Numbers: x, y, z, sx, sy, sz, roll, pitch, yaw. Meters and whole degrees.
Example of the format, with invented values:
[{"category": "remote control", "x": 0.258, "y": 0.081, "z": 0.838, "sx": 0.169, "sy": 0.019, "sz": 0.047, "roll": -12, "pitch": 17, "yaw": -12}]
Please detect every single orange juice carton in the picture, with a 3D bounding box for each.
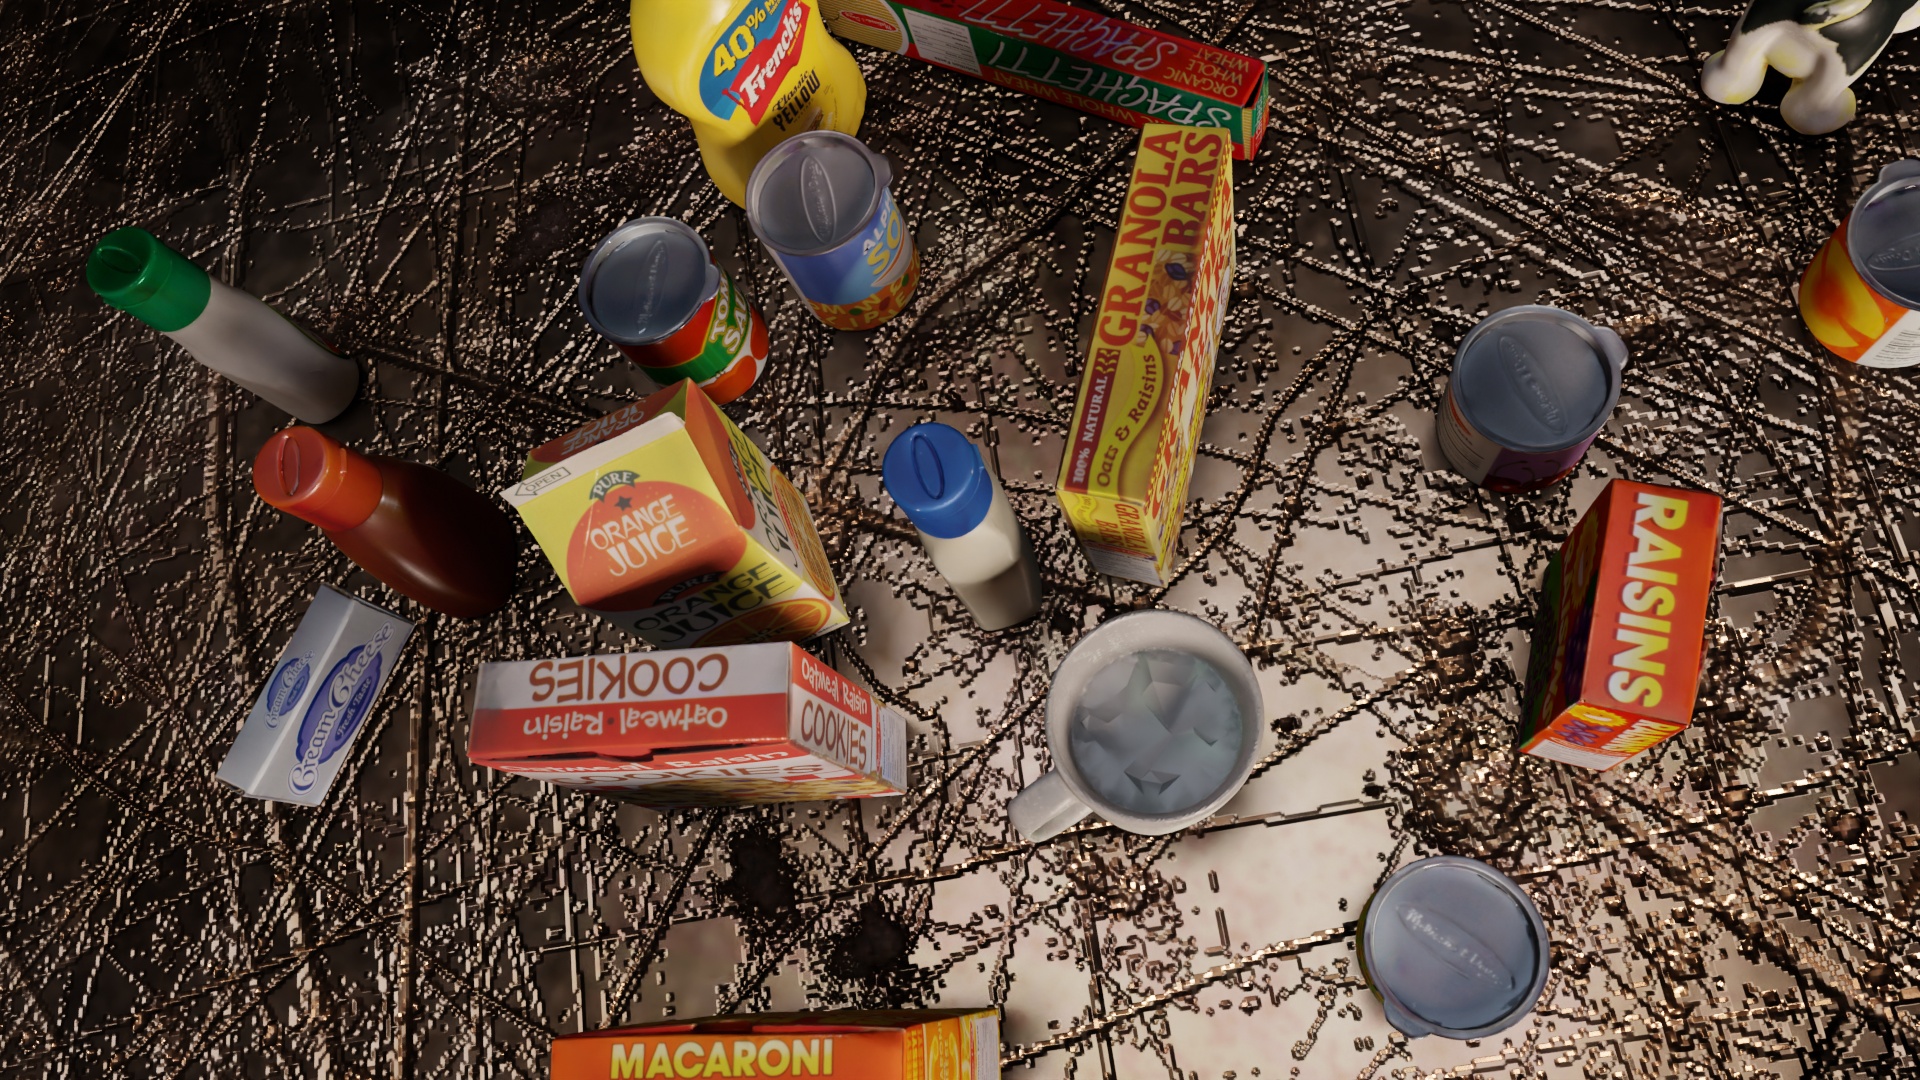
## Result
[{"category": "orange juice carton", "x": -0.115, "y": -0.005, "z": 0.587, "sx": 0.072, "sy": 0.192, "sz": 0.073, "roll": -24, "pitch": 70, "yaw": 4}]

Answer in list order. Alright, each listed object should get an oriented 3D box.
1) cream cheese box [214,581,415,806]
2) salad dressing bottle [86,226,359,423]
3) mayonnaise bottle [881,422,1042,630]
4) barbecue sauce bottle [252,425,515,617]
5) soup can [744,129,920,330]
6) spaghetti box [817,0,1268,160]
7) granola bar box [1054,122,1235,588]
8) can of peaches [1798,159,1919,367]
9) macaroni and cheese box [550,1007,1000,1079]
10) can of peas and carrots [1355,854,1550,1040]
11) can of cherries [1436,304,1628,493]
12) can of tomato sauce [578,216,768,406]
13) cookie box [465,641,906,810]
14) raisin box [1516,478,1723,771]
[{"category": "cream cheese box", "x": -0.312, "y": 0.076, "z": 0.678, "sx": 0.024, "sy": 0.053, "sz": 0.104, "roll": 21, "pitch": 78, "yaw": 17}, {"category": "salad dressing bottle", "x": -0.365, "y": -0.105, "z": 0.697, "sx": 0.064, "sy": 0.147, "sz": 0.044, "roll": 24, "pitch": 80, "yaw": 18}, {"category": "mayonnaise bottle", "x": 0.002, "y": -0.007, "z": 0.586, "sx": 0.041, "sy": 0.147, "sz": 0.065, "roll": -21, "pitch": 70, "yaw": 6}, {"category": "barbecue sauce bottle", "x": -0.262, "y": -0.010, "z": 0.644, "sx": 0.043, "sy": 0.148, "sz": 0.065, "roll": -15, "pitch": 71, "yaw": 8}, {"category": "soup can", "x": -0.057, "y": -0.150, "z": 0.679, "sx": 0.071, "sy": 0.083, "sz": 0.071, "roll": -4, "pitch": 72, "yaw": 11}, {"category": "spaghetti box", "x": 0.038, "y": -0.251, "z": 0.709, "sx": 0.250, "sy": 0.050, "sz": 0.029, "roll": 23, "pitch": 79, "yaw": 18}, {"category": "granola bar box", "x": 0.084, "y": -0.076, "z": 0.603, "sx": 0.039, "sy": 0.124, "sz": 0.166, "roll": 10, "pitch": 75, "yaw": 15}, {"category": "can of peaches", "x": 0.397, "y": -0.115, "z": 0.584, "sx": 0.071, "sy": 0.058, "sz": 0.071, "roll": -3, "pitch": 72, "yaw": 11}, {"category": "macaroni and cheese box", "x": -0.060, "y": 0.199, "z": 0.524, "sx": 0.124, "sy": 0.166, "sz": 0.040, "roll": -5, "pitch": 72, "yaw": 11}, {"category": "can of peas and carrots", "x": 0.188, "y": 0.160, "z": 0.541, "sx": 0.071, "sy": 0.058, "sz": 0.071, "roll": -3, "pitch": 72, "yaw": 11}, {"category": "can of cherries", "x": 0.245, "y": -0.060, "z": 0.599, "sx": 0.071, "sy": 0.058, "sz": 0.071, "roll": -3, "pitch": 72, "yaw": 11}, {"category": "can of tomato sauce", "x": -0.137, "y": -0.110, "z": 0.683, "sx": 0.071, "sy": 0.083, "sz": 0.071, "roll": -4, "pitch": 72, "yaw": 11}, {"category": "cookie box", "x": -0.102, "y": 0.081, "z": 0.570, "sx": 0.123, "sy": 0.167, "sz": 0.040, "roll": -5, "pitch": 72, "yaw": 11}, {"category": "raisin box", "x": 0.250, "y": 0.037, "z": 0.532, "sx": 0.040, "sy": 0.123, "sz": 0.086, "roll": 12, "pitch": 76, "yaw": 16}]
